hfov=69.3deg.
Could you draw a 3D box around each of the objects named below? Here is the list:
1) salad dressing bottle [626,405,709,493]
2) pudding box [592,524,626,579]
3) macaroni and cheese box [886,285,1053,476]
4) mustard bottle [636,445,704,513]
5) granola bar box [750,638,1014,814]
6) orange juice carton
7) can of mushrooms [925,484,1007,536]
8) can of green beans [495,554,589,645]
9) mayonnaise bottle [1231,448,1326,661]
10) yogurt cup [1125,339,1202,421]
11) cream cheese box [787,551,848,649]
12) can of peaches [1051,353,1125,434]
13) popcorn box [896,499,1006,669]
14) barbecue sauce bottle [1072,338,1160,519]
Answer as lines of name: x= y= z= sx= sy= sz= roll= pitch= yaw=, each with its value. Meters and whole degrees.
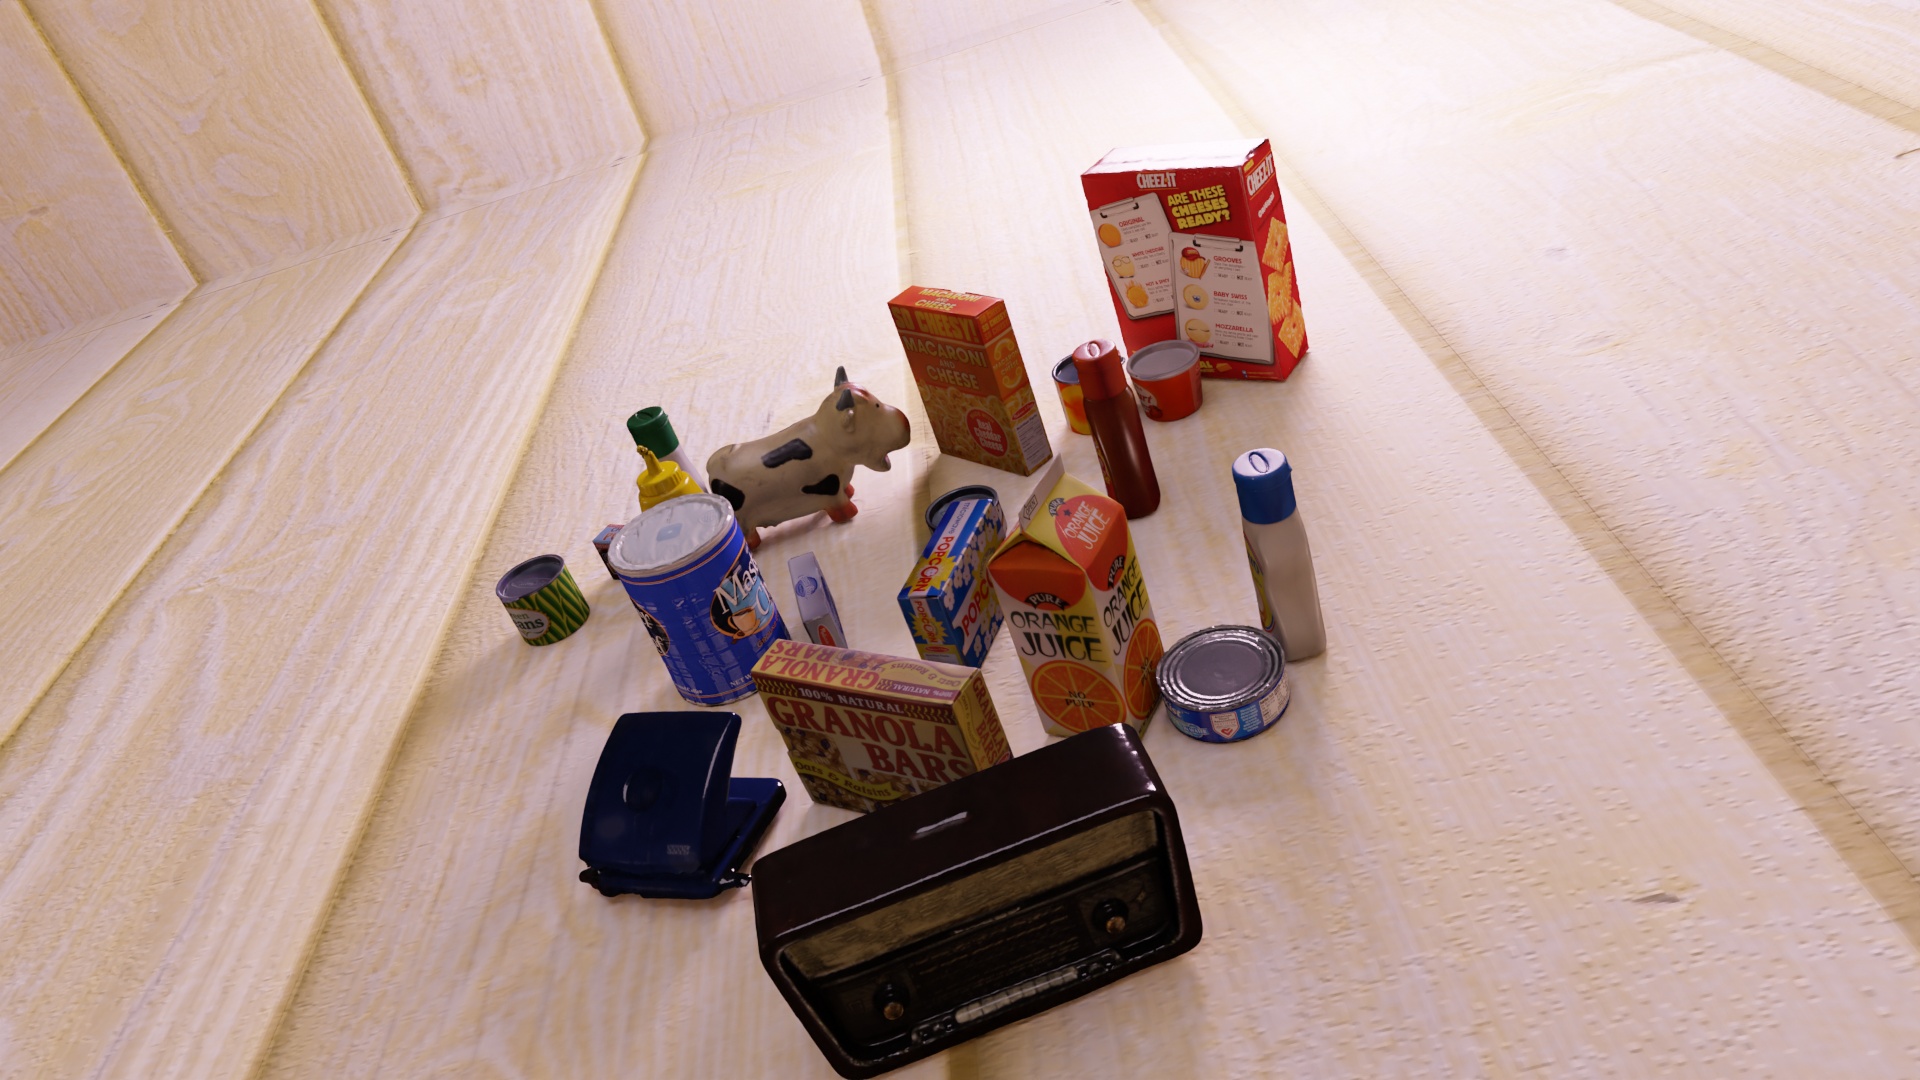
salad dressing bottle: x=-0.265 y=-0.055 z=1.295 sx=0.044 sy=0.147 sz=0.064 roll=-36 pitch=35 yaw=-25
pudding box: x=-0.299 y=0.012 z=1.305 sx=0.083 sy=0.049 sz=0.030 roll=2 pitch=38 yaw=31
macaroni and cheese box: x=0.009 y=-0.148 z=1.271 sx=0.040 sy=0.165 sz=0.124 roll=-39 pitch=36 yaw=-28
mustard bottle: x=-0.245 y=-0.019 z=1.218 sx=0.065 sy=0.159 sz=0.049 roll=-13 pitch=32 yaw=12
granola bar box: x=-0.047 y=0.131 z=0.914 sx=0.165 sy=0.123 sz=0.039 roll=5 pitch=39 yaw=34
orange juice carton: x=0.077 y=0.040 z=0.922 sx=0.073 sy=0.191 sz=0.072 roll=2 pitch=37 yaw=31
can of mushrooms: x=0.004 y=-0.015 z=1.196 sx=0.071 sy=0.033 sz=0.071 roll=-14 pitch=32 yaw=9
can of green beans: x=-0.383 y=0.055 z=1.276 sx=0.071 sy=0.057 sz=0.071 roll=-14 pitch=32 yaw=9
mayonnaise bottle: x=0.214 y=0.008 z=0.938 sx=0.041 sy=0.147 sz=0.065 roll=-18 pitch=31 yaw=3
yogurt cup: x=0.191 y=-0.145 z=1.276 sx=0.072 sy=0.053 sz=0.073 roll=-14 pitch=32 yaw=9
cream cheese box: x=-0.115 y=0.057 z=1.132 sx=0.024 sy=0.053 sz=0.104 roll=-21 pitch=32 yaw=-3
can of peaches: x=0.126 y=-0.140 z=1.298 sx=0.071 sy=0.057 sz=0.071 roll=-14 pitch=32 yaw=9
popcorn box: x=0.001 y=0.037 z=1.068 sx=0.038 sy=0.085 sz=0.127 roll=-3 pitch=35 yaw=26
barbecue sauce bottle: x=0.127 y=-0.093 z=1.139 sx=0.043 sy=0.148 sz=0.065 roll=-15 pitch=32 yaw=7
